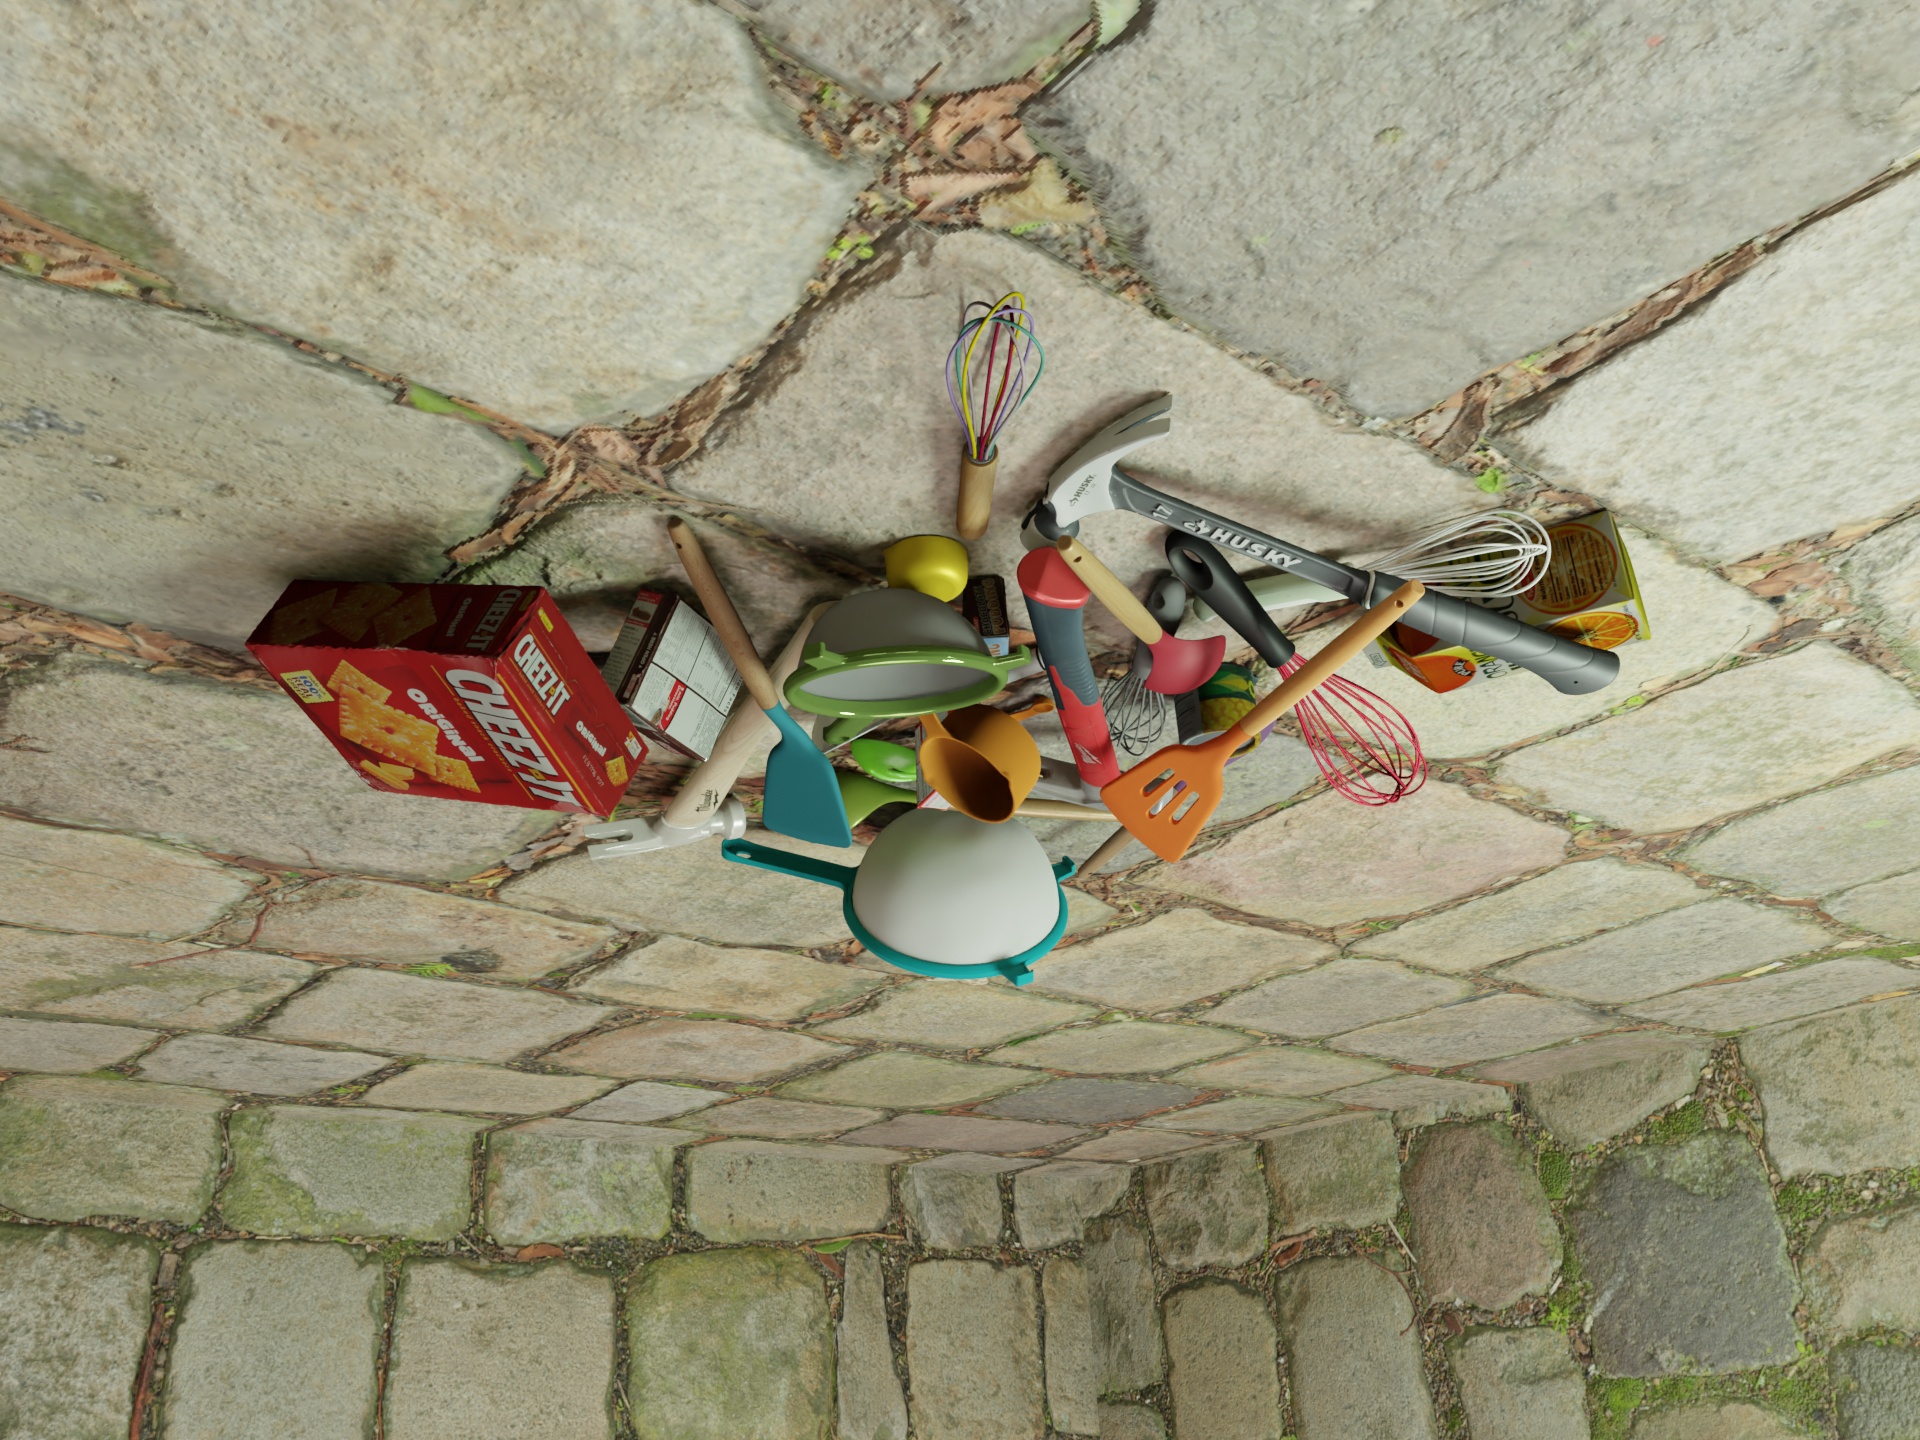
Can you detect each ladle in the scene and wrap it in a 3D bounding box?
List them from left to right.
[{"bbox_3d":[0.013,0.086,1.434,0.320,0.078,0.062,4,112,-10],"label":"ladle"},{"bbox_3d":[0.121,-0.067,1.057,0.069,0.031,0.315,-34,156,12],"label":"ladle"}]

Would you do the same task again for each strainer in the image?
[{"bbox_3d":[-0.061,-0.039,1.117,0.151,0.069,0.256,0,168,-18],"label":"strainer"},{"bbox_3d":[-0.064,0.125,1.481,0.340,0.211,0.095,12,121,12],"label":"strainer"},{"bbox_3d":[-0.029,-0.018,1.252,0.258,0.050,0.087,-19,-173,18],"label":"strainer"}]

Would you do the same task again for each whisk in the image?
[{"bbox_3d":[0.016,-0.170,0.927,0.051,0.047,0.244,9,160,1],"label":"whisk"},{"bbox_3d":[0.143,-0.039,1.221,0.055,0.055,0.238,-2,152,-4],"label":"whisk"},{"bbox_3d":[0.239,-0.033,1.132,0.073,0.073,0.295,-24,123,38],"label":"whisk"},{"bbox_3d":[0.282,-0.099,1.109,0.246,0.059,0.058,-9,-177,23],"label":"whisk"}]

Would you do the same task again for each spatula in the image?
[{"bbox_3d":[-0.149,-0.021,1.136,0.082,0.044,0.317,11,146,26],"label":"spatula"},{"bbox_3d":[0.191,0.073,1.471,0.059,0.018,0.315,6,146,-27],"label":"spatula"},{"bbox_3d":[0.211,-0.002,1.110,0.081,0.041,0.322,44,140,2],"label":"spatula"}]

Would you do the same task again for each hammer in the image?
[{"bbox_3d":[-0.187,0.017,1.281,0.146,0.038,0.410,-8,158,-31],"label":"hammer"},{"bbox_3d":[0.072,-0.020,1.175,0.143,0.038,0.386,14,159,18],"label":"hammer"},{"bbox_3d":[0.251,-0.095,1.028,0.408,0.036,0.149,18,147,-15],"label":"hammer"}]

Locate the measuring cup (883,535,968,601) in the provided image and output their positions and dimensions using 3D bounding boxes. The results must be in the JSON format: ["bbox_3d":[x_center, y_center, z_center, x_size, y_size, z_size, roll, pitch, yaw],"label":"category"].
[{"bbox_3d":[-0.040,-0.078,1.125,0.062,0.029,0.156,6,151,-20],"label":"measuring cup"}]

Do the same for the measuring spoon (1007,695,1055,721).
[{"bbox_3d":[0.031,-0.002,1.334,0.117,0.011,0.021,-18,152,37],"label":"measuring spoon"}]

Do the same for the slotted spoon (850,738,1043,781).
[{"bbox_3d":[0.047,0.050,1.426,0.313,0.031,0.070,8,164,-26],"label":"slotted spoon"}]

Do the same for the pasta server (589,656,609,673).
[{"bbox_3d":[-0.318,-0.031,1.186,0.316,0.040,0.060,-2,136,-5],"label":"pasta server"}]

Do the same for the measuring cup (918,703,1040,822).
[{"bbox_3d":[-0.002,-0.004,1.194,0.095,0.052,0.173,-3,126,48],"label":"measuring cup"}]
